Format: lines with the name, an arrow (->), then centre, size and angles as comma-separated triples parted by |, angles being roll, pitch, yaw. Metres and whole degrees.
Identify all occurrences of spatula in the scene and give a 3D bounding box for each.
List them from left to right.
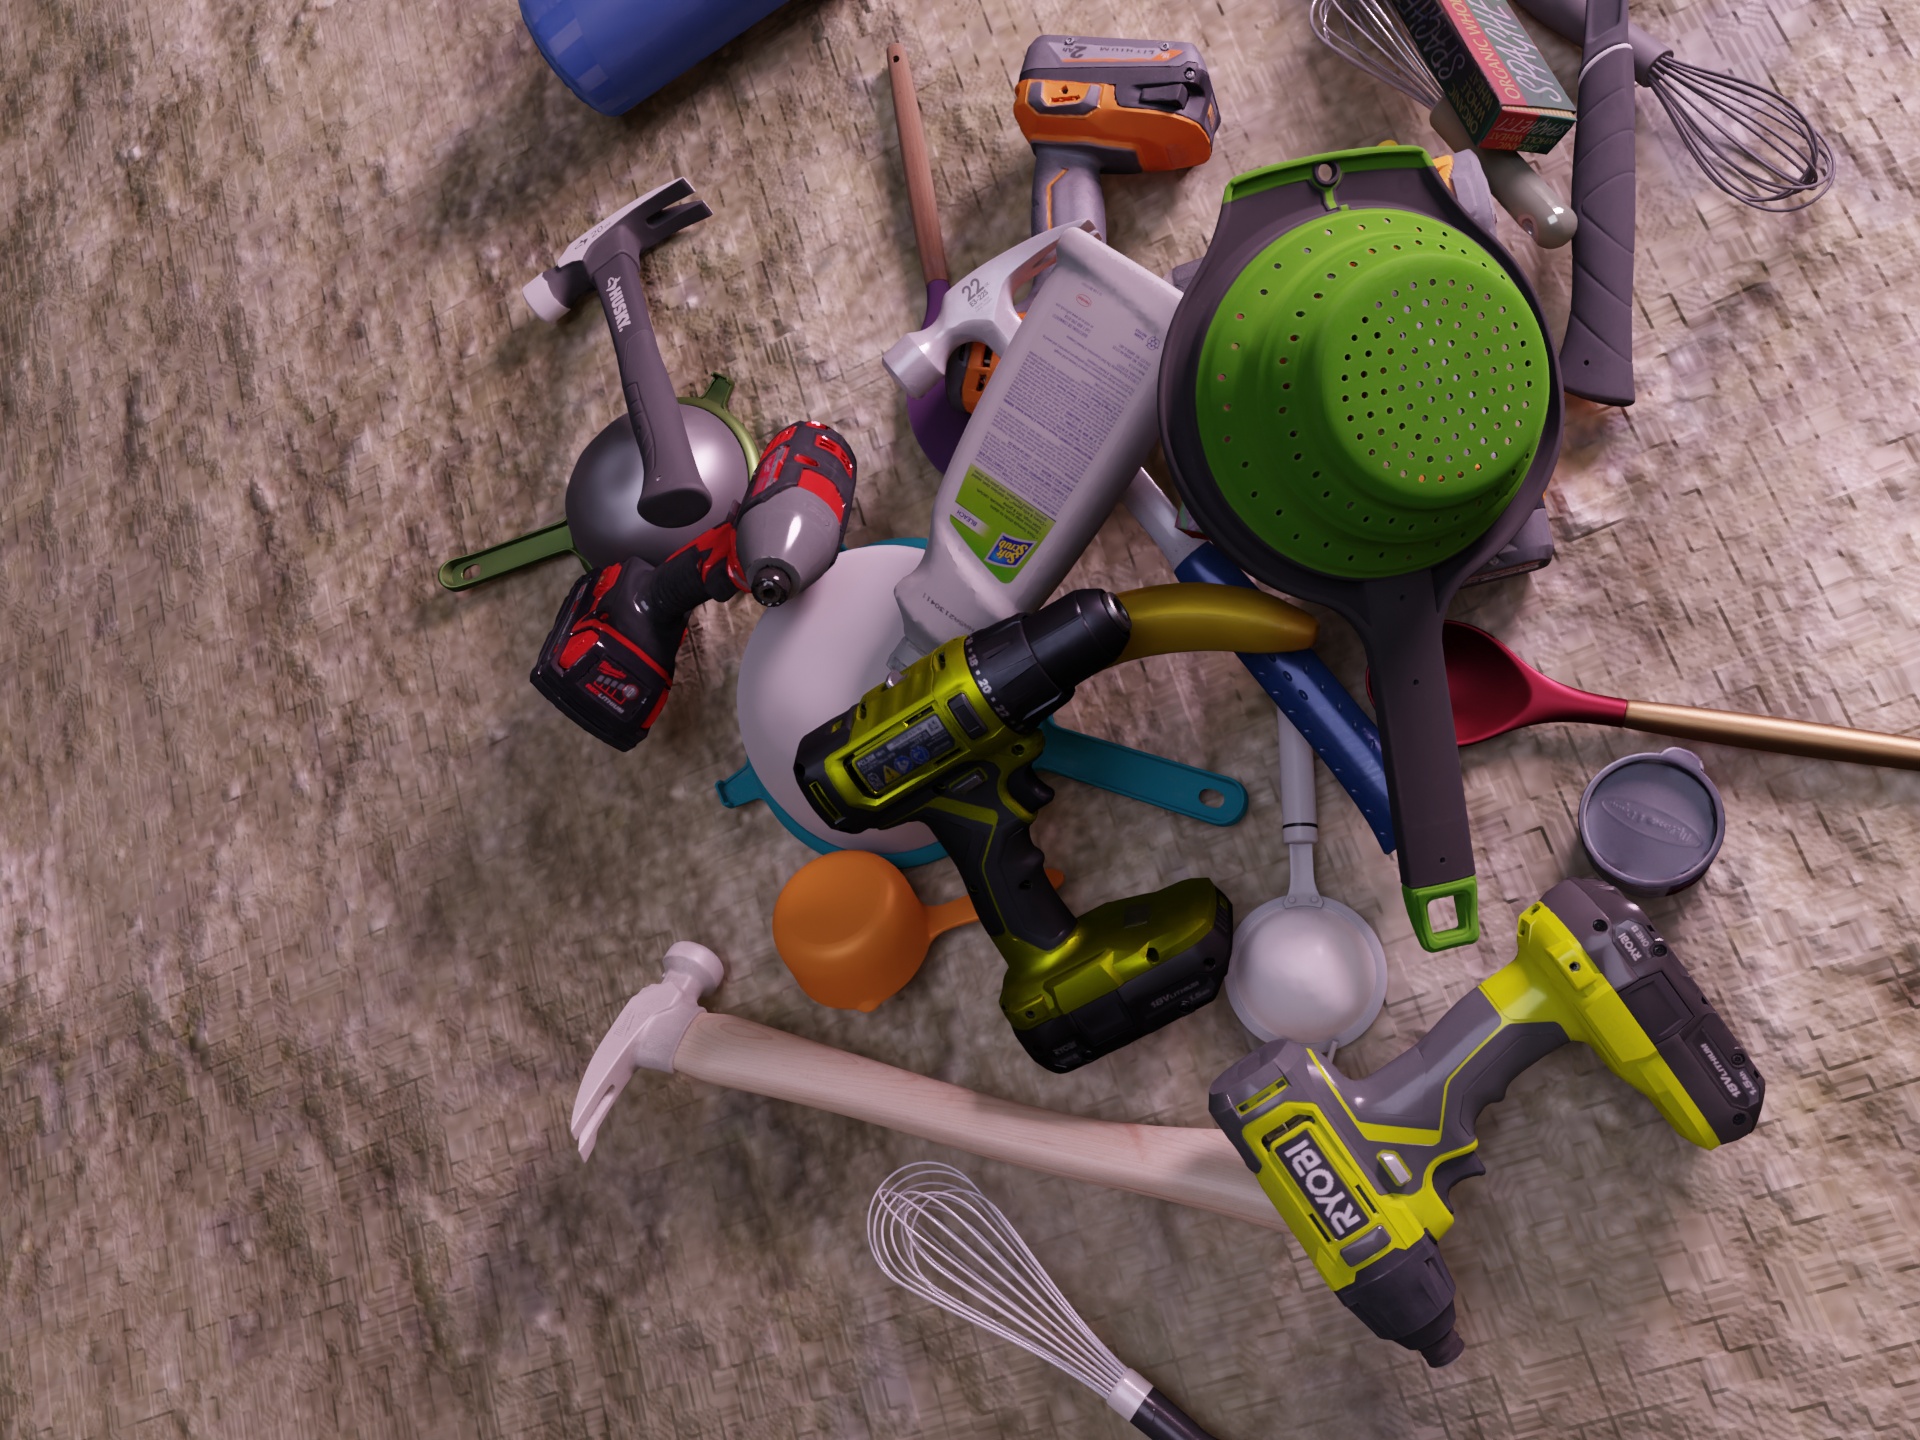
spatula -> -0.021, -0.308, 1.044 | 0.060, 0.018, 0.316 | -12, 75, 10

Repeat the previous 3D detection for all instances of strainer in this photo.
strainer -> -0.260, -0.140, 1.076 | 0.256, 0.069, 0.152 | -17, 73, 16
strainer -> -0.001, -0.003, 0.929 | 0.340, 0.095, 0.211 | 17, 85, 26
strainer -> 0.185, 0.070, 0.870 | 0.087, 0.050, 0.259 | -3, 74, 12

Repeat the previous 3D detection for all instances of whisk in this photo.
whisk -> 0.064, 0.341, 0.853 | 0.285, 0.070, 0.070 | 35, 93, 20
whisk -> 0.272, -0.351, 0.899 | 0.059, 0.057, 0.247 | -29, 61, 5
whisk -> 0.382, -0.359, 0.880 | 0.055, 0.055, 0.239 | -42, 63, 9

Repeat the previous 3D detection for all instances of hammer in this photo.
hammer -> -0.203, -0.236, 1.028 | 0.146, 0.035, 0.335 | -33, 46, 11
hammer -> -0.016, 0.225, 0.887 | 0.411, 0.038, 0.146 | 10, 43, 20
hammer -> 0.126, -0.103, 0.879 | 0.144, 0.035, 0.406 | -41, 76, 13
hammer -> 0.354, -0.373, 0.856 | 0.149, 0.036, 0.409 | 2, 90, 44

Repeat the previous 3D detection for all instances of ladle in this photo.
ladle -> 0.369, -0.001, 0.816 | 0.315, 0.031, 0.069 | 10, 91, 22

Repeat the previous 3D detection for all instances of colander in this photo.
colander -> 0.217, -0.074, 0.748 | 0.204, 0.094, 0.397 | -12, 98, -6

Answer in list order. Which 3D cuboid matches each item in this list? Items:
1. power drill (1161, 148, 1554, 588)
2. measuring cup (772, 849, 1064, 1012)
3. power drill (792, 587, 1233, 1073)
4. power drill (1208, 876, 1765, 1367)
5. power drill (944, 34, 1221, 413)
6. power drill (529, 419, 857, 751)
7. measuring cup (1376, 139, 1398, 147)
power drill -> 0.214, -0.176, 0.867 | 0.185, 0.084, 0.226 | -13, 85, 18
measuring cup -> -0.027, 0.105, 0.928 | 0.173, 0.052, 0.095 | -19, 47, 8
power drill -> 0.048, 0.055, 0.841 | 0.190, 0.080, 0.228 | -31, 102, 19
power drill -> 0.258, 0.194, 0.773 | 0.223, 0.080, 0.171 | -35, 85, 8
power drill -> 0.091, -0.287, 0.961 | 0.164, 0.084, 0.226 | 11, 87, 18
power drill -> -0.156, -0.079, 0.961 | 0.219, 0.078, 0.143 | -32, 31, 30
measuring cup -> 0.226, -0.264, 0.932 | 0.062, 0.029, 0.156 | 20, 84, 24
